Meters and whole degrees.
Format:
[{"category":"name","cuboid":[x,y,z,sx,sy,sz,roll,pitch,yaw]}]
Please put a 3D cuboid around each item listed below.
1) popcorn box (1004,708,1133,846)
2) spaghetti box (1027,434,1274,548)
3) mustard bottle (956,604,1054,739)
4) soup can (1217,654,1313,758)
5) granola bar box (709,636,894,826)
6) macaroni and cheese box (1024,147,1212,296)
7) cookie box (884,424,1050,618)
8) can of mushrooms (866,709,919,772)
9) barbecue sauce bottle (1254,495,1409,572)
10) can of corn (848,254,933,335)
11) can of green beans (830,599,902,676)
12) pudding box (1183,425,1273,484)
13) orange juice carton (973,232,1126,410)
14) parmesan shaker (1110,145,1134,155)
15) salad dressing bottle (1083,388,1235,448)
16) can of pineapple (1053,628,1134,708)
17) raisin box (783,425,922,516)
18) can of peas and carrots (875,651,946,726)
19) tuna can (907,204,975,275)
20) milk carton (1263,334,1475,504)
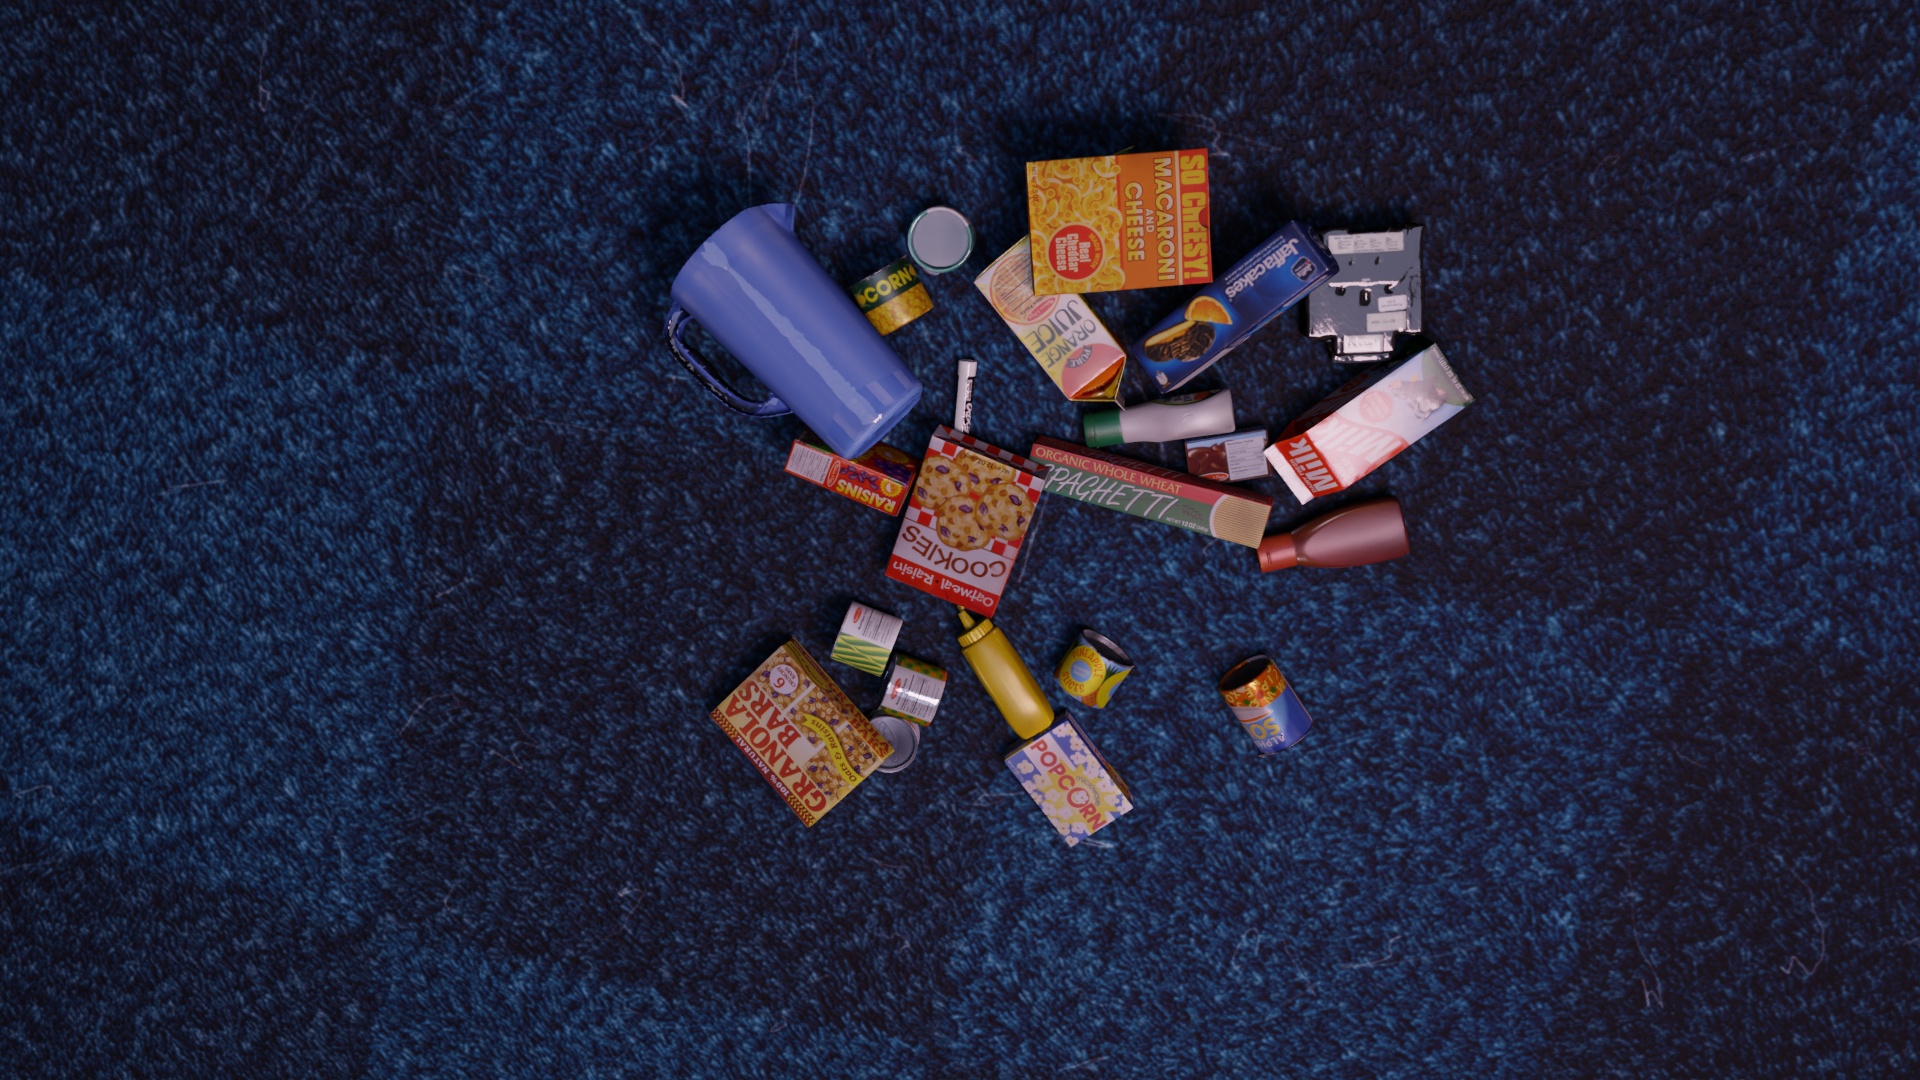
[{"category":"popcorn box","cuboid":[0.118,0.257,1.504,0.085,0.038,0.126,-35,99,12]},{"category":"spaghetti box","cuboid":[0.187,-0.050,1.404,0.250,0.029,0.050,16,115,9]},{"category":"mustard bottle","cuboid":[0.039,0.132,1.468,0.049,0.065,0.160,-33,94,7]},{"category":"soup can","cuboid":[0.316,0.173,1.452,0.071,0.071,0.083,-33,99,12]},{"category":"granola bar box","cuboid":[-0.171,0.206,1.492,0.124,0.039,0.165,-43,86,20]},{"category":"macaroni and cheese box","cuboid":[0.147,-0.295,1.289,0.166,0.040,0.123,-4,104,2]},{"category":"cookie box","cuboid":[0.005,-0.018,1.425,0.123,0.040,0.166,22,115,3]},{"category":"can of mushrooms","cuboid":[-0.080,0.216,1.512,0.071,0.033,0.070,1,105,4]},{"category":"barbecue sauce bottle","cuboid":[0.376,0.000,1.416,0.148,0.044,0.064,-13,103,8]},{"category":"can of corn","cuboid":[-0.068,-0.241,1.374,0.071,0.071,0.058,-27,102,11]},{"category":"can of green beans","cuboid":[-0.099,0.104,1.468,0.058,0.071,0.071,21,105,-2]},{"category":"pudding box","cuboid":[0.271,-0.086,1.409,0.084,0.030,0.049,-9,105,7]},{"category":"orange juice carton","cuboid":[0.102,-0.207,1.369,0.073,0.072,0.192,-38,98,13]},{"category":"parmesan shaker","cuboid":[0.154,-0.318,1.338,0.071,0.071,0.103,-23,102,10]},{"category":"salad dressing bottle","cuboid":[0.198,-0.121,1.391,0.147,0.064,0.044,-7,101,13]},{"category":"can of pineapple","cuboid":[0.138,0.134,1.456,0.071,0.071,0.057,32,105,-4]},{"category":"raisin box","cuboid":[-0.107,-0.078,1.411,0.123,0.086,0.040,23,113,-1]},{"category":"can of peas and carrots","cuboid":[-0.052,0.158,1.478,0.059,0.071,0.070,20,105,-7]},{"category":"tuna can","cuboid":[-0.020,-0.296,1.376,0.071,0.033,0.071,1,104,4]},{"category":"milk carton","cuboid":[0.397,-0.116,1.369,0.190,0.074,0.072,-36,99,13]}]
